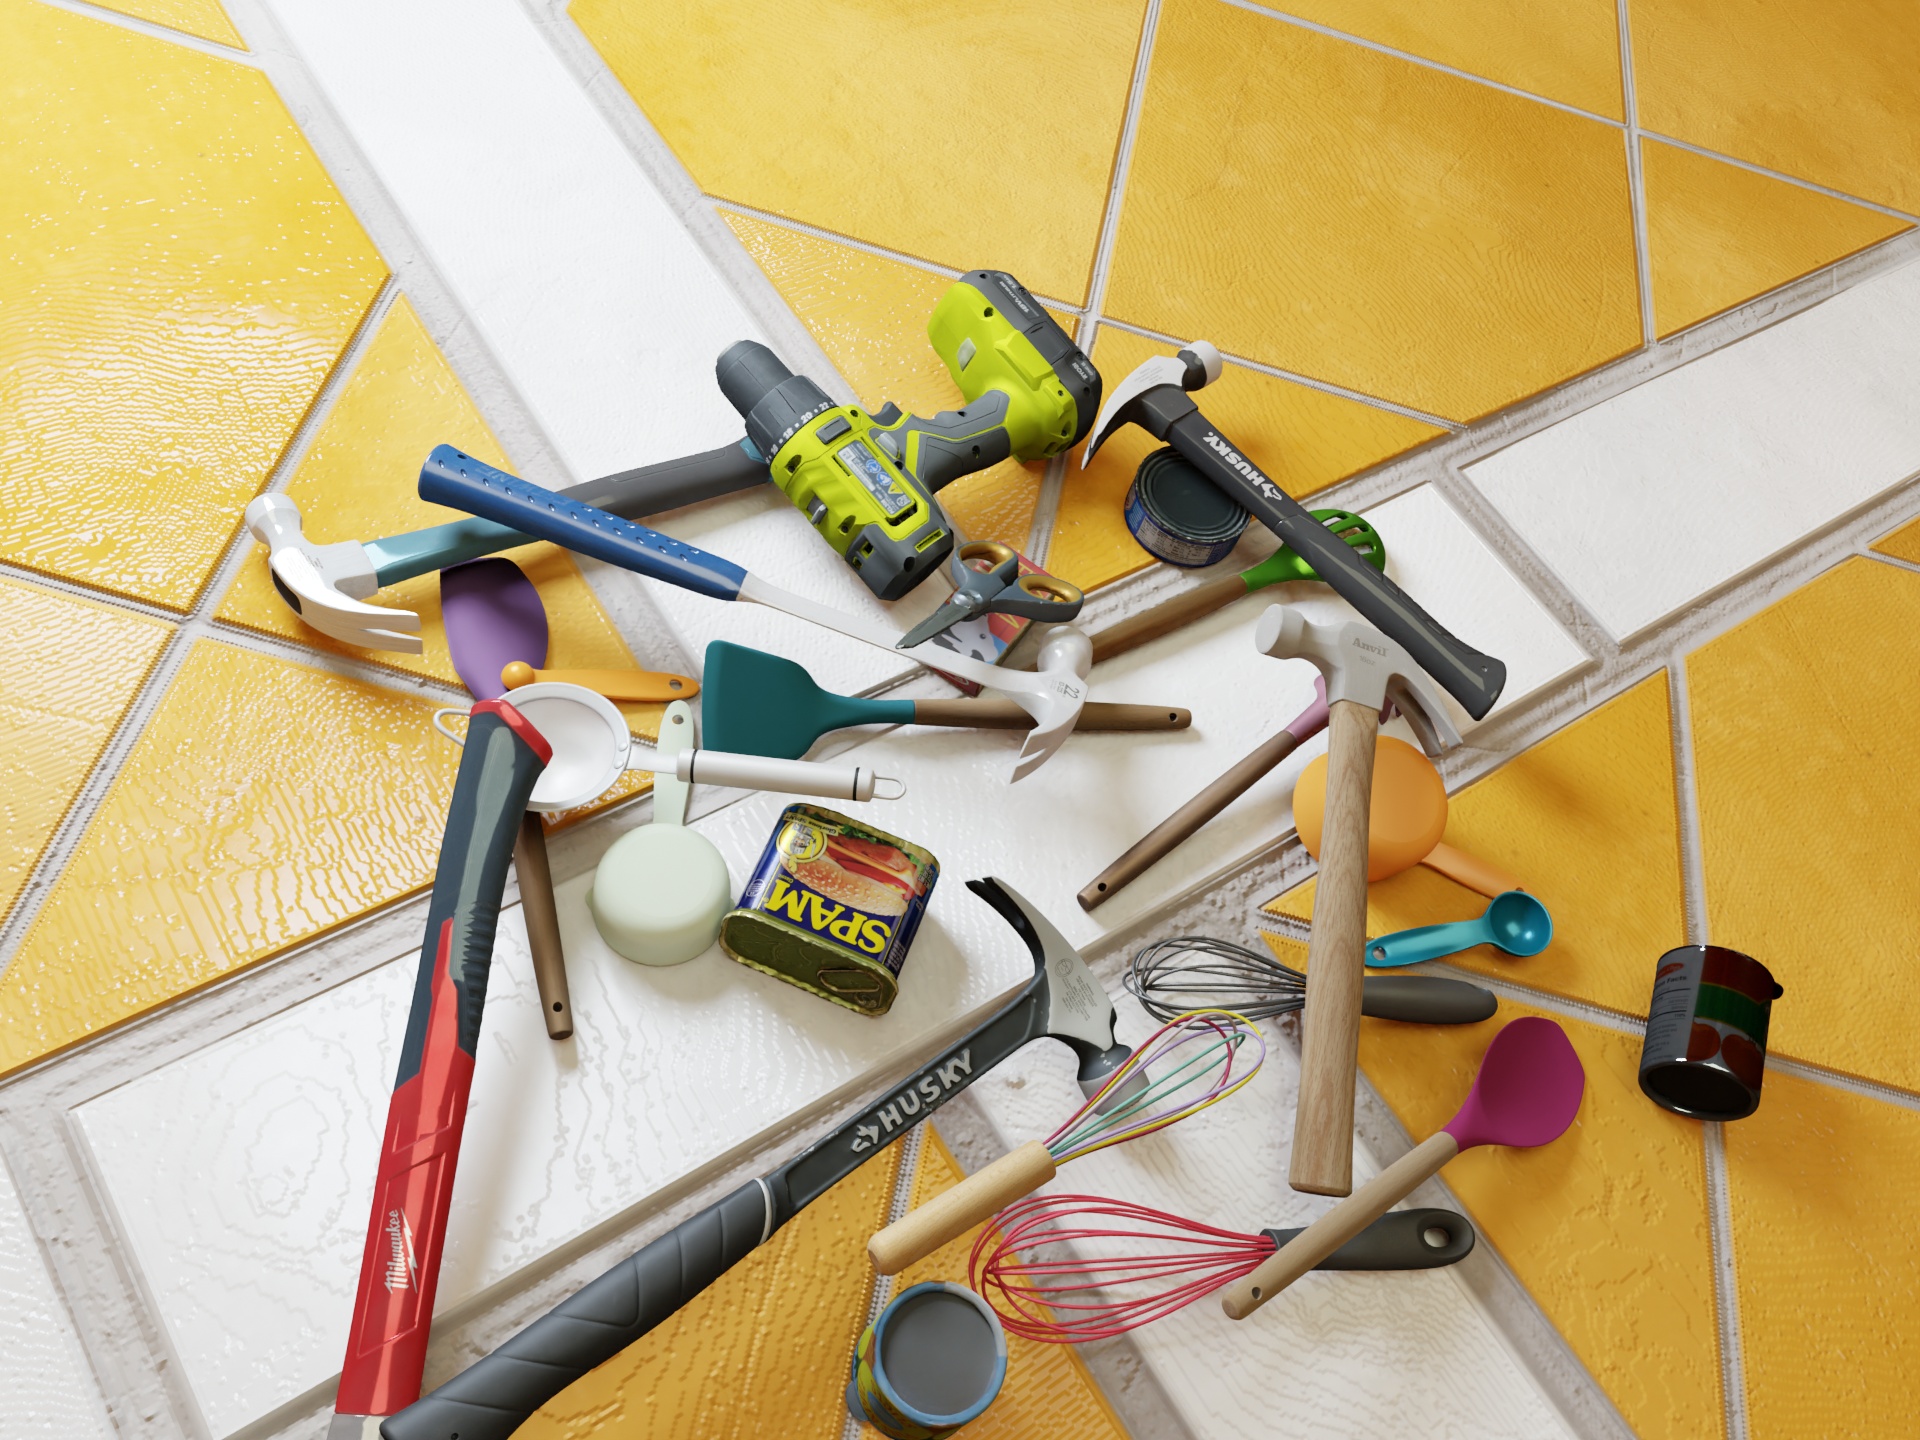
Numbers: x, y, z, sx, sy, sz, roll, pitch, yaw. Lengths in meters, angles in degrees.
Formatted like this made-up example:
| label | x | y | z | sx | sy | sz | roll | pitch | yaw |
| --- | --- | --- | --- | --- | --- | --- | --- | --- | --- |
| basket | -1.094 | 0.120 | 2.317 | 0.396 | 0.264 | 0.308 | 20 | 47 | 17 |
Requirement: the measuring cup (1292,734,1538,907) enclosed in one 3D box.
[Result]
| label | x | y | z | sx | sy | sz | roll | pitch | yaw |
| --- | --- | --- | --- | --- | --- | --- | --- | --- | --- |
| measuring cup | 0.294 | 0.071 | 0.987 | 0.173 | 0.052 | 0.095 | 26 | 68 | -3 |

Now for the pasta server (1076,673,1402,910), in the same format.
| label | x | y | z | sx | sy | sz | roll | pitch | yaw |
| --- | --- | --- | --- | --- | --- | --- | --- | --- | --- |
| pasta server | 0.189 | 0.030 | 1.011 | 0.316 | 0.040 | 0.060 | -35 | 72 | -25 |

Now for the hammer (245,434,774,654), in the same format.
| label | x | y | z | sx | sy | sz | roll | pitch | yaw |
| --- | --- | --- | --- | --- | --- | --- | --- | --- | --- |
| hammer | -0.252 | -0.128 | 0.984 | 0.331 | 0.033 | 0.128 | -21 | 59 | -27 |

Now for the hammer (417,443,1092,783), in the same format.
| label | x | y | z | sx | sy | sz | roll | pitch | yaw |
| --- | --- | --- | --- | --- | --- | --- | --- | --- | --- |
| hammer | -0.118 | -0.073 | 0.928 | 0.405 | 0.035 | 0.144 | 20 | 32 | -3 |

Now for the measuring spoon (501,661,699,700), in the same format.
| label | x | y | z | sx | sy | sz | roll | pitch | yaw |
| --- | --- | --- | --- | --- | --- | --- | --- | --- | --- |
| measuring spoon | -0.211 | -0.025 | 0.942 | 0.117 | 0.011 | 0.021 | 3 | 55 | -22 |

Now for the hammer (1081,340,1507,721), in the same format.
| label | x | y | z | sx | sy | sz | roll | pitch | yaw |
| --- | --- | --- | --- | --- | --- | --- | --- | --- | --- |
| hammer | 0.228 | -0.122 | 1.064 | 0.146 | 0.035 | 0.335 | -34 | 71 | -32 |

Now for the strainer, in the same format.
| label | x | y | z | sx | sy | sz | roll | pitch | yaw |
| --- | --- | --- | --- | --- | --- | --- | --- | --- | --- |
| strainer | -0.158 | 0.026 | 0.877 | 0.258 | 0.050 | 0.087 | 6 | 53 | 2 |

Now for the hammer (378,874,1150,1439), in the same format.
| label | x | y | z | sx | sy | sz | roll | pitch | yaw |
| --- | --- | --- | --- | --- | --- | --- | --- | --- | --- |
| hammer | -0.084 | 0.221 | 0.768 | 0.409 | 0.036 | 0.149 | -29 | 93 | -31 |

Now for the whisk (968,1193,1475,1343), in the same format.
| label | x | y | z | sx | sy | sz | roll | pitch | yaw |
| --- | --- | --- | --- | --- | --- | --- | --- | --- | --- |
| whisk | 0.143 | 0.277 | 0.826 | 0.295 | 0.073 | 0.073 | 3 | 58 | -20 |

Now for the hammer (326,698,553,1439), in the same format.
| label | x | y | z | sx | sy | sz | roll | pitch | yaw |
| --- | --- | --- | --- | --- | --- | --- | --- | --- | --- |
| hammer | -0.268 | 0.170 | 0.764 | 0.143 | 0.038 | 0.387 | 7 | 67 | -9 |

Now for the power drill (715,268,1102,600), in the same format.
| label | x | y | z | sx | sy | sz | roll | pitch | yaw |
| --- | --- | --- | --- | --- | --- | --- | --- | --- | --- |
| power drill | -0.033 | -0.207 | 1.053 | 0.228 | 0.080 | 0.190 | -39 | 86 | -32 |

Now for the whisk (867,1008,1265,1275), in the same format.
| label | x | y | z | sx | sy | sz | roll | pitch | yaw |
| --- | --- | --- | --- | --- | --- | --- | --- | --- | --- |
| whisk | 0.057 | 0.210 | 0.809 | 0.245 | 0.051 | 0.047 | -24 | 76 | -26 |

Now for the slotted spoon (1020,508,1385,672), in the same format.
| label | x | y | z | sx | sy | sz | roll | pitch | yaw |
| --- | --- | --- | --- | --- | --- | --- | --- | --- | --- |
| slotted spoon | 0.171 | -0.082 | 1.075 | 0.313 | 0.031 | 0.070 | -24 | 67 | -24 |

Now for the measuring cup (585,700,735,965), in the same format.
| label | x | y | z | sx | sy | sz | roll | pitch | yaw |
| --- | --- | --- | --- | --- | --- | --- | --- | --- | --- |
| measuring cup | -0.164 | 0.054 | 0.896 | 0.083 | 0.038 | 0.168 | 6 | 59 | -11 |

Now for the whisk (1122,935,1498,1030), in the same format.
| label | x | y | z | sx | sy | sz | roll | pitch | yaw |
| --- | --- | --- | --- | --- | --- | --- | --- | --- | --- |
| whisk | 0.207 | 0.158 | 0.925 | 0.239 | 0.055 | 0.055 | 7 | 57 | -16 |

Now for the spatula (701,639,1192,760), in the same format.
| label | x | y | z | sx | sy | sz | roll | pitch | yaw |
| --- | --- | --- | --- | --- | --- | --- | --- | --- | --- |
| spatula | -0.002 | -0.003 | 0.971 | 0.317 | 0.044 | 0.082 | 1 | 88 | -16 |

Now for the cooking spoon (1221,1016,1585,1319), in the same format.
| label | x | y | z | sx | sy | sz | roll | pitch | yaw |
| --- | --- | --- | --- | --- | --- | --- | --- | --- | --- |
| cooking spoon | 0.249 | 0.241 | 0.863 | 0.319 | 0.017 | 0.069 | -20 | 80 | -37 |

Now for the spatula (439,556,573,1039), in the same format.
| label | x | y | z | sx | sy | sz | roll | pitch | yaw |
| --- | --- | --- | --- | --- | --- | --- | --- | --- | --- |
| spatula | -0.249 | 0.032 | 0.902 | 0.059 | 0.018 | 0.316 | -6 | 59 | -21 |

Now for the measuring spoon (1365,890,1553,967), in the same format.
| label | x | y | z | sx | sy | sz | roll | pitch | yaw |
| --- | --- | --- | --- | --- | --- | --- | --- | --- | --- |
| measuring spoon | 0.302 | 0.136 | 0.981 | 0.128 | 0.021 | 0.042 | -10 | 67 | -9 |

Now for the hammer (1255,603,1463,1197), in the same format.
| label | x | y | z | sx | sy | sz | roll | pitch | yaw |
| --- | --- | --- | --- | --- | --- | --- | --- | --- | --- |
| hammer | 0.219 | 0.100 | 0.906 | 0.130 | 0.031 | 0.331 | 15 | 69 | -17 |
